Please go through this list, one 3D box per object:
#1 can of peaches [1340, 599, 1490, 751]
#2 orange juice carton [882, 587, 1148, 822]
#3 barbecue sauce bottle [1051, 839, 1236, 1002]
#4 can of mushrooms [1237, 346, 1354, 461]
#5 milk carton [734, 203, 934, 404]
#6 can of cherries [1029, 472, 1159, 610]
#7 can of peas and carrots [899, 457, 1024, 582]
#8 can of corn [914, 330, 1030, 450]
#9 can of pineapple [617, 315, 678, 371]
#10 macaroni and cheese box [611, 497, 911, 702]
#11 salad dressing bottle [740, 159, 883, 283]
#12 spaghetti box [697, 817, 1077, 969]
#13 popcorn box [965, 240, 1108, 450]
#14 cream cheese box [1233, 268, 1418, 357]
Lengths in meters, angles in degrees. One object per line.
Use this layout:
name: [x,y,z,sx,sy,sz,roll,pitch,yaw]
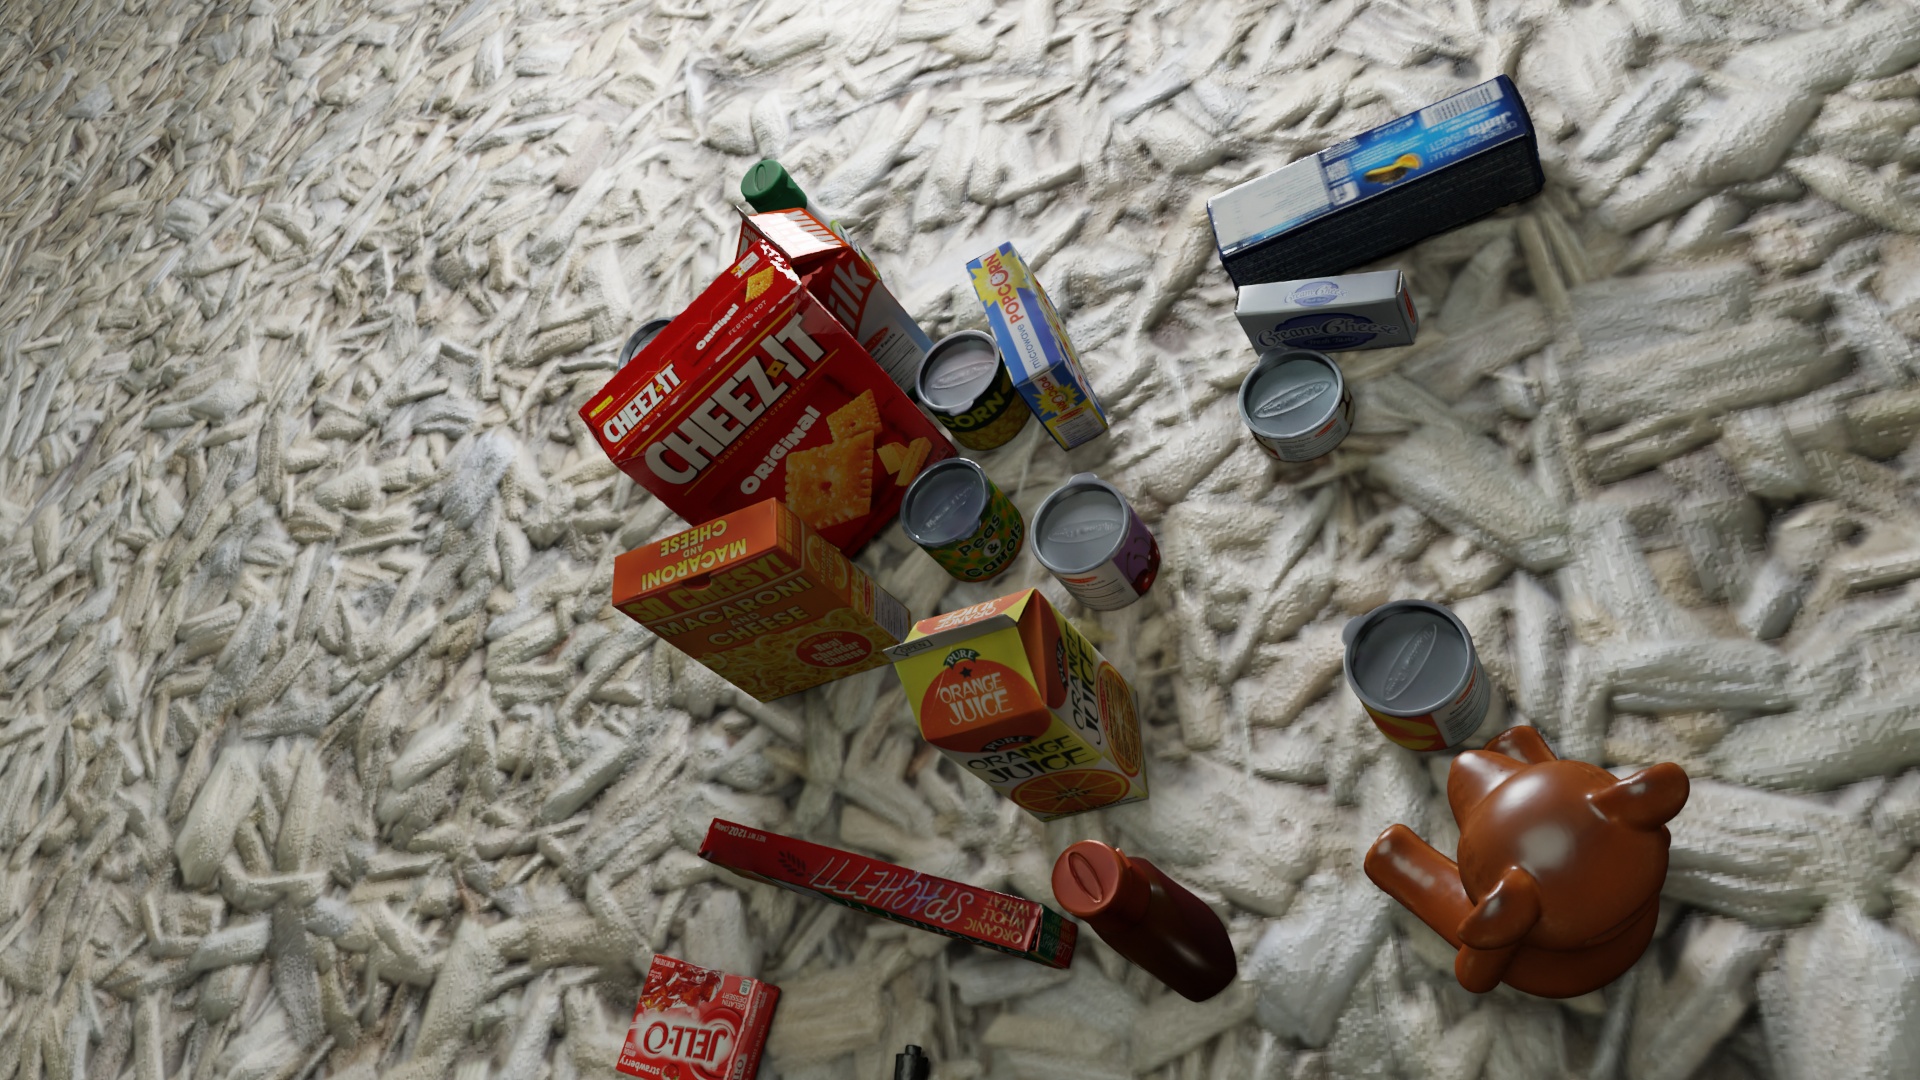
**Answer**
can of peaches: [0.243,0.072,0.743,0.071,0.058,0.071,-14,57,23]
orange juice carton: [0.035,0.088,0.768,0.071,0.192,0.073,-18,56,21]
barbecue sauce bottle: [0.092,0.189,0.703,0.043,0.148,0.065,-39,51,6]
can of mushrooms: [0.210,-0.086,0.871,0.071,0.033,0.071,-14,57,23]
milk carton: [-0.092,-0.167,0.994,0.073,0.190,0.072,-46,50,0]
can of cherries: [0.086,0.001,0.875,0.071,0.058,0.072,-14,57,23]
can of peas and carrots: [0.003,-0.012,0.931,0.071,0.058,0.071,-14,57,23]
can of corn: [0.010,-0.103,0.982,0.071,0.058,0.071,-14,57,23]
can of pineapple: [-0.238,-0.143,1.151,0.071,0.057,0.071,-14,57,23]
macaroni and cheese box: [-0.125,0.045,0.903,0.123,0.166,0.040,-19,55,20]
salad dressing bottle: [-0.114,-0.232,1.072,0.044,0.147,0.064,-20,55,20]
spaghetti box: [-0.049,0.211,0.837,0.250,0.050,0.029,6,67,33]
popcorn box: [0.052,-0.134,0.958,0.038,0.085,0.127,-29,52,13]
cream cheese box: [0.231,-0.142,0.878,0.104,0.053,0.024,-1,63,30]
